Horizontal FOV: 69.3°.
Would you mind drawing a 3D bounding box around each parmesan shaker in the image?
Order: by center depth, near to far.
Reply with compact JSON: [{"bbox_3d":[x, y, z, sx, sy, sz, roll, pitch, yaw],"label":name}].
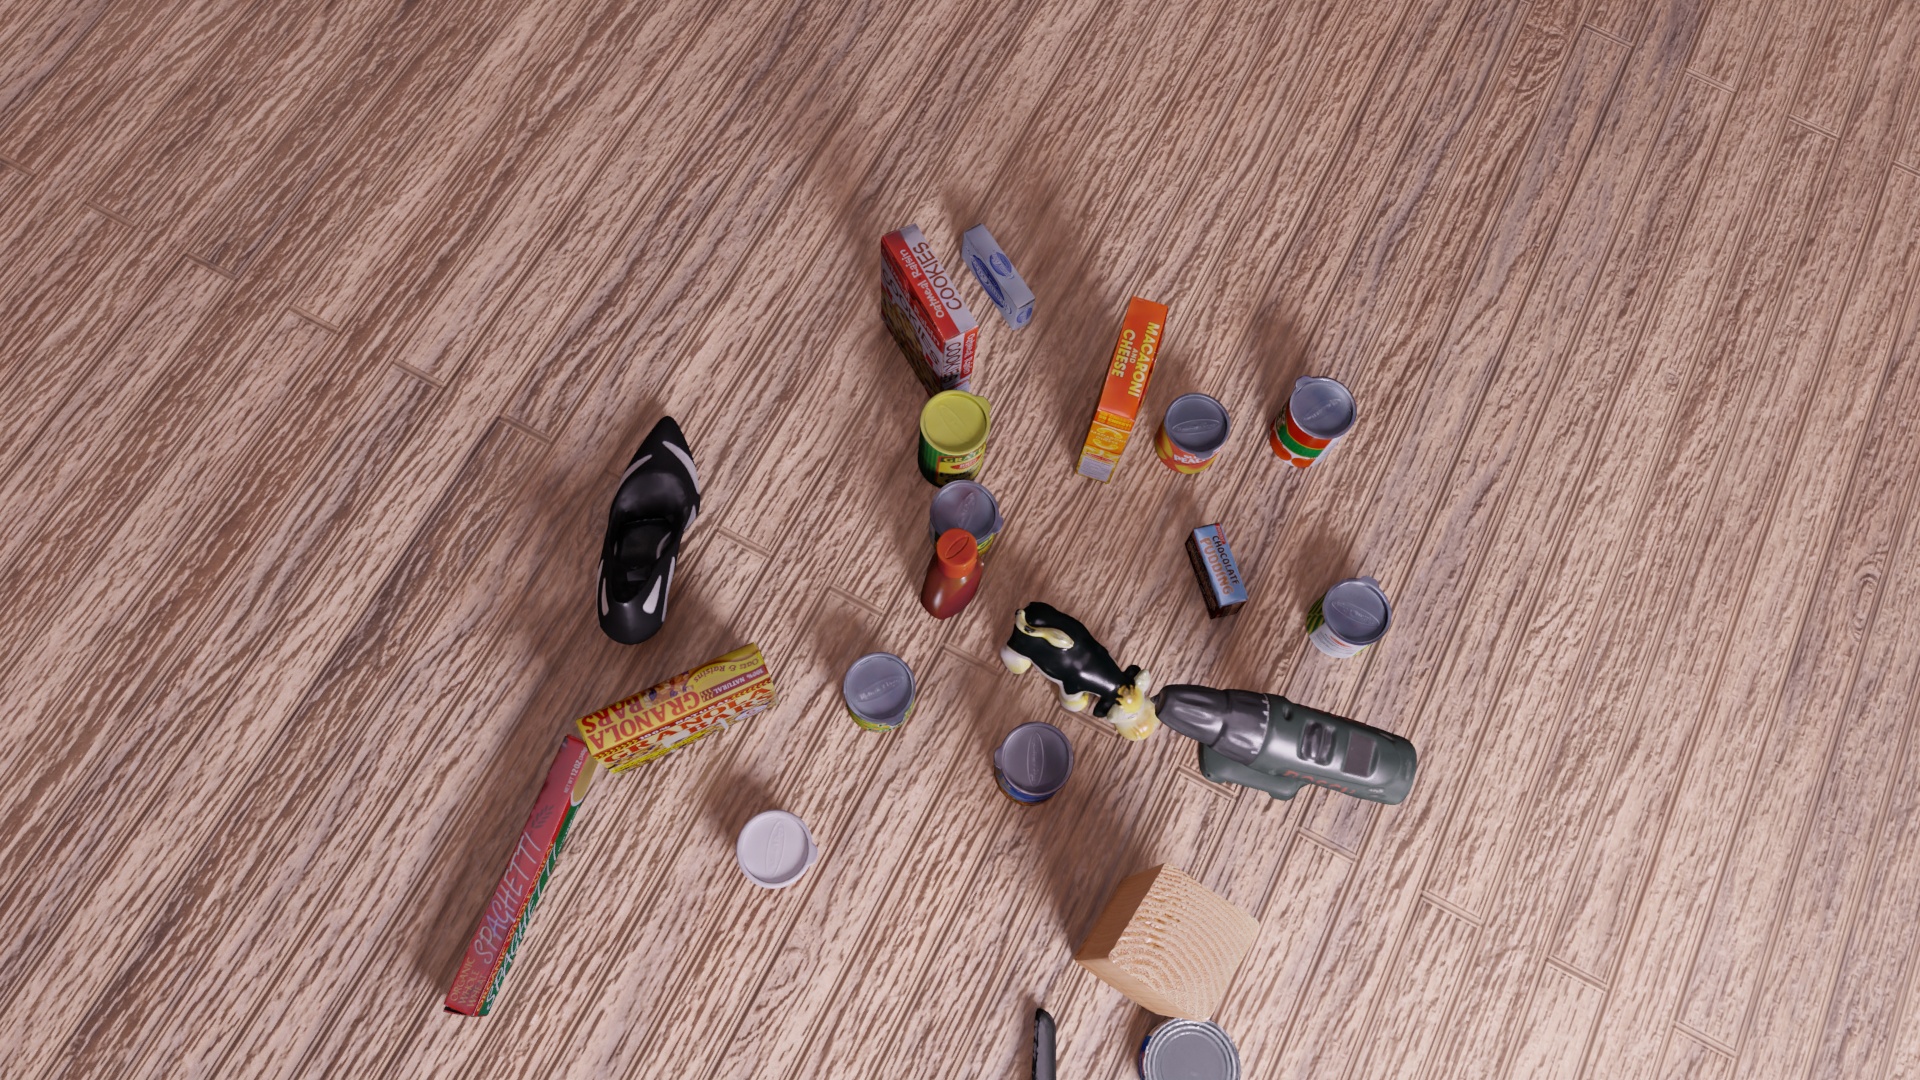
[{"bbox_3d":[-0.005,-0.097,1.348,0.071,0.102,0.071,1,72,-3],"label":"parmesan shaker"}]

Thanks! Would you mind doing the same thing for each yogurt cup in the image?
[{"bbox_3d":[-0.164,0.278,1.243,0.072,0.053,0.072,1,72,-3],"label":"yogurt cup"}]

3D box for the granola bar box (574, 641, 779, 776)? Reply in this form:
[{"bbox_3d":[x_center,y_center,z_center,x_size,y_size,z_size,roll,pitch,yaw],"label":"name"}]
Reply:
[{"bbox_3d":[-0.247,0.153,1.242,0.166,0.124,0.039,-24,75,-10],"label":"granola bar box"}]

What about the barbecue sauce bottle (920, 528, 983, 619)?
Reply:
[{"bbox_3d":[-0.006,0.028,1.284,0.044,0.148,0.065,43,75,10],"label":"barbecue sauce bottle"}]

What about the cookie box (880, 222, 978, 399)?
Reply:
[{"bbox_3d":[-0.033,-0.213,1.351,0.040,0.167,0.123,-28,76,-11],"label":"cookie box"}]

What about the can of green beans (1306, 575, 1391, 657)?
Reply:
[{"bbox_3d":[0.373,0.076,1.337,0.071,0.057,0.071,1,72,-3],"label":"can of green beans"}]

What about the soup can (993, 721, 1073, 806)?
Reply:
[{"bbox_3d":[0.063,0.204,1.264,0.071,0.083,0.071,1,72,-3],"label":"soup can"}]

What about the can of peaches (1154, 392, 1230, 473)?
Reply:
[{"bbox_3d":[0.231,-0.104,1.388,0.071,0.058,0.071,1,72,-3],"label":"can of peaches"}]

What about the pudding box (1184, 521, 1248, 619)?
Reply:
[{"bbox_3d":[0.248,0.030,1.349,0.030,0.049,0.084,-14,73,-7],"label":"pudding box"}]

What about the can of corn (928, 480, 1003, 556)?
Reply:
[{"bbox_3d":[0.005,-0.017,1.346,0.071,0.058,0.071,1,72,-3],"label":"can of corn"}]

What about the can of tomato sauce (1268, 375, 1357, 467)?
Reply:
[{"bbox_3d":[0.348,-0.118,1.386,0.071,0.083,0.071,1,72,-3],"label":"can of tomato sauce"}]

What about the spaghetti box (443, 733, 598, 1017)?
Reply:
[{"bbox_3d":[-0.384,0.295,1.227,0.029,0.050,0.251,19,72,3],"label":"spaghetti box"}]

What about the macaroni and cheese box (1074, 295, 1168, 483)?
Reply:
[{"bbox_3d":[0.155,-0.142,1.339,0.040,0.166,0.124,17,72,3],"label":"macaroni and cheese box"}]

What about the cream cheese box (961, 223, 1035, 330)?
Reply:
[{"bbox_3d":[0.039,-0.272,1.434,0.024,0.053,0.104,-30,76,-12],"label":"cream cheese box"}]

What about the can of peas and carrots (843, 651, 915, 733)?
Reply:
[{"bbox_3d":[-0.074,0.144,1.289,0.071,0.058,0.071,1,72,-3],"label":"can of peas and carrots"}]
